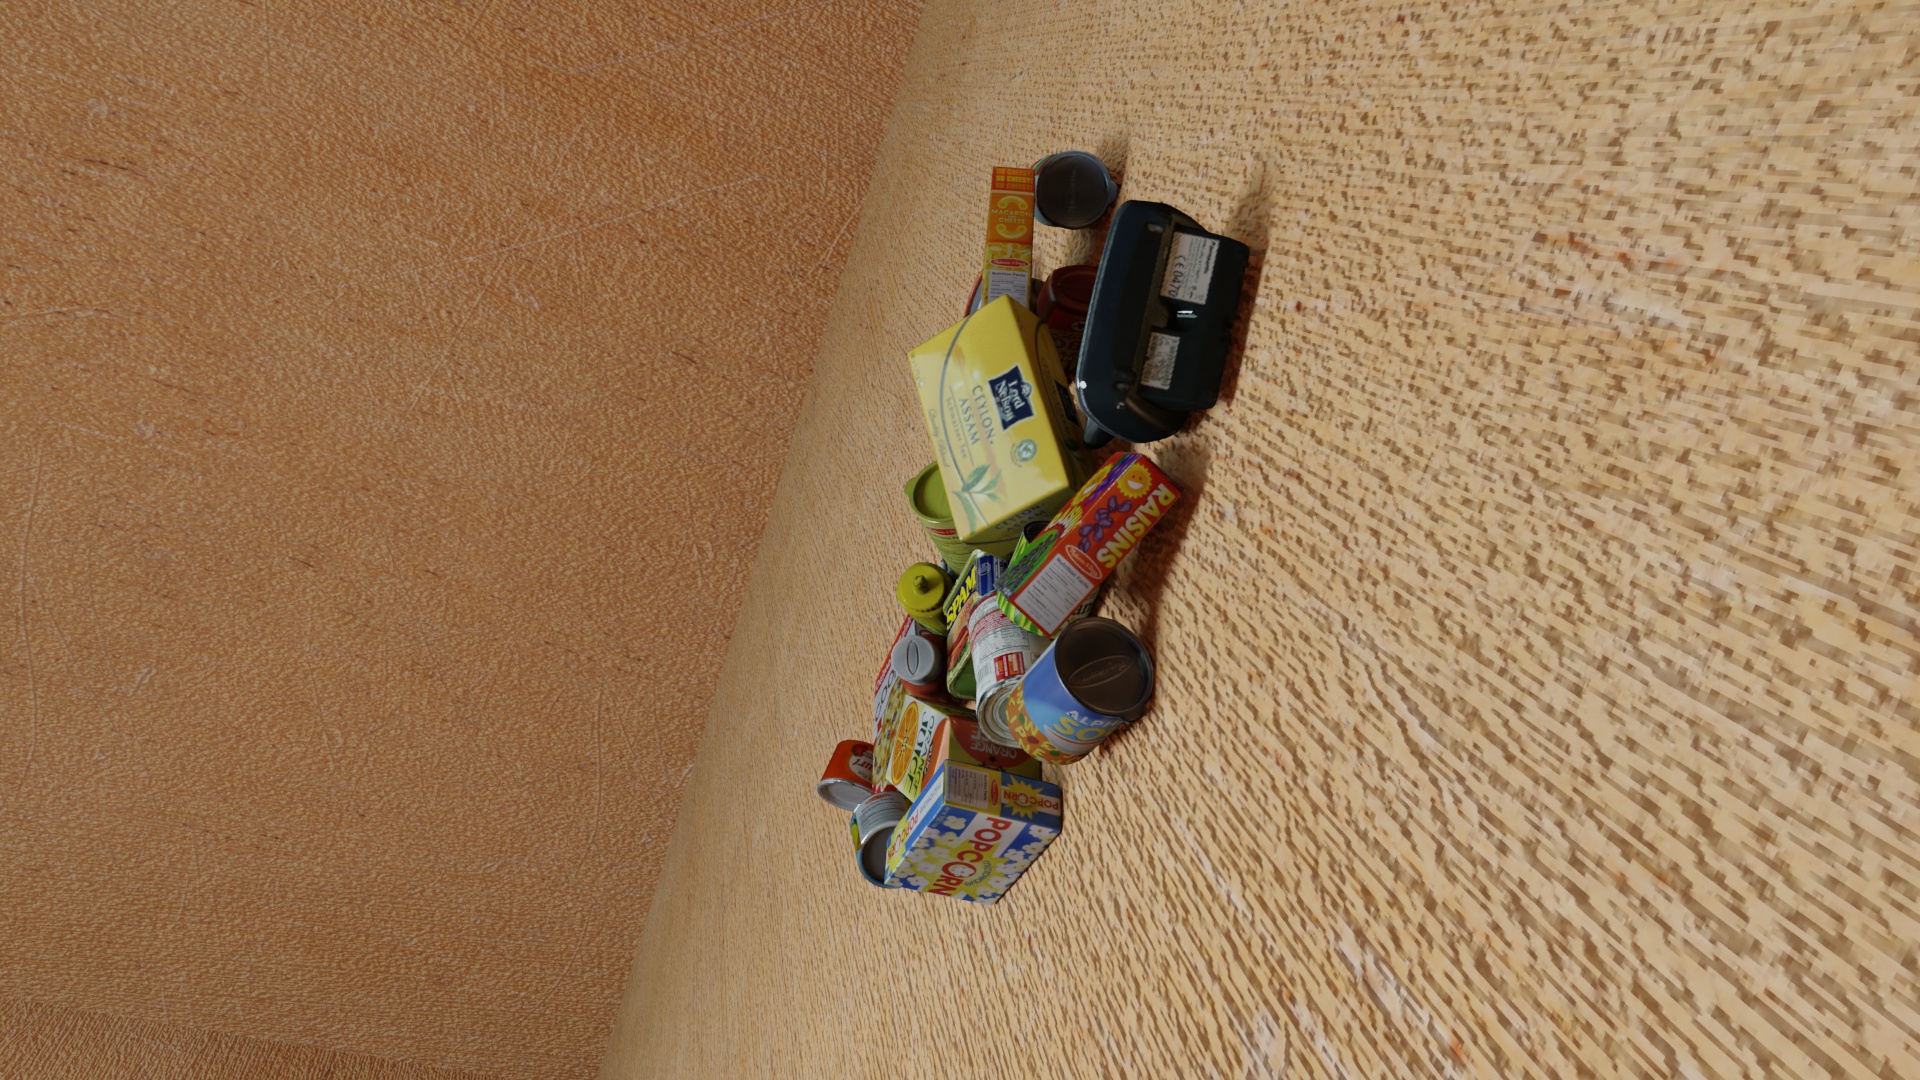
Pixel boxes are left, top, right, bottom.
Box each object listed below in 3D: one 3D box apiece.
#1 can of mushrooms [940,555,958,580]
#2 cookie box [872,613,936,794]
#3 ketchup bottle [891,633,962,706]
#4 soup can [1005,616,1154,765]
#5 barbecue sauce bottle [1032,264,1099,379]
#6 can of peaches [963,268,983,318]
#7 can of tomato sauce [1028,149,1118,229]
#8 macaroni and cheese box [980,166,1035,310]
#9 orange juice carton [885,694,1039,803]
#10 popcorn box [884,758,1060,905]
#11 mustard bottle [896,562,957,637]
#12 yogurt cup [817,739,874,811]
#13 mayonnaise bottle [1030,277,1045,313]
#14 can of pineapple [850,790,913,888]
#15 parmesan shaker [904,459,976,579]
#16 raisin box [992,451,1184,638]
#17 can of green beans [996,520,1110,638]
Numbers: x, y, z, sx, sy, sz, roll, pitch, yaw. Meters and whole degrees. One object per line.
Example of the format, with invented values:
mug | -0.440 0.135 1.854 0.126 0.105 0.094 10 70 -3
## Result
can of mushrooms | 0.007 0.004 1.288 0.071 0.033 0.071 -163 88 -77
cookie box | -0.045 0.157 1.314 0.168 0.040 0.122 -93 23 -49
ketchup bottle | -0.027 0.107 1.166 0.148 0.043 0.065 52 -145 -75
soup can | 0.074 0.098 0.866 0.083 0.071 0.072 123 157 -53
barbecue sauce bottle | 0.084 -0.165 1.122 0.148 0.065 0.044 115 156 -65
can of peaches | 0.039 -0.227 1.363 0.071 0.058 0.071 -163 89 -75
can of tomato sauce | 0.094 -0.308 1.219 0.083 0.071 0.071 -117 44 -75
macaroni and cheese box | 0.038 -0.209 1.166 0.123 0.040 0.167 96 179 -60
orange juice carton | 0.003 0.168 1.049 0.192 0.072 0.073 180 104 -76
popcorn box | 0.007 0.205 0.965 0.126 0.085 0.038 121 159 -46
mustard bottle | -0.026 0.048 1.199 0.049 0.065 0.160 -56 -14 -5
yogurt cup | -0.107 0.239 1.417 0.072 0.072 0.054 126 164 -54
mayonnaise bottle | 0.052 -0.166 1.286 0.065 0.041 0.147 -96 25 -56
can of pineapple | -0.060 0.261 1.206 0.058 0.071 0.070 -120 47 -71
parmesan shaker | 0.004 -0.014 1.146 0.102 0.071 0.071 59 -150 -51
raisin box | 0.079 0.000 0.882 0.123 0.040 0.086 -48 5 -1
can of green beans | 0.065 0.028 0.972 0.071 0.071 0.057 -102 29 -61
